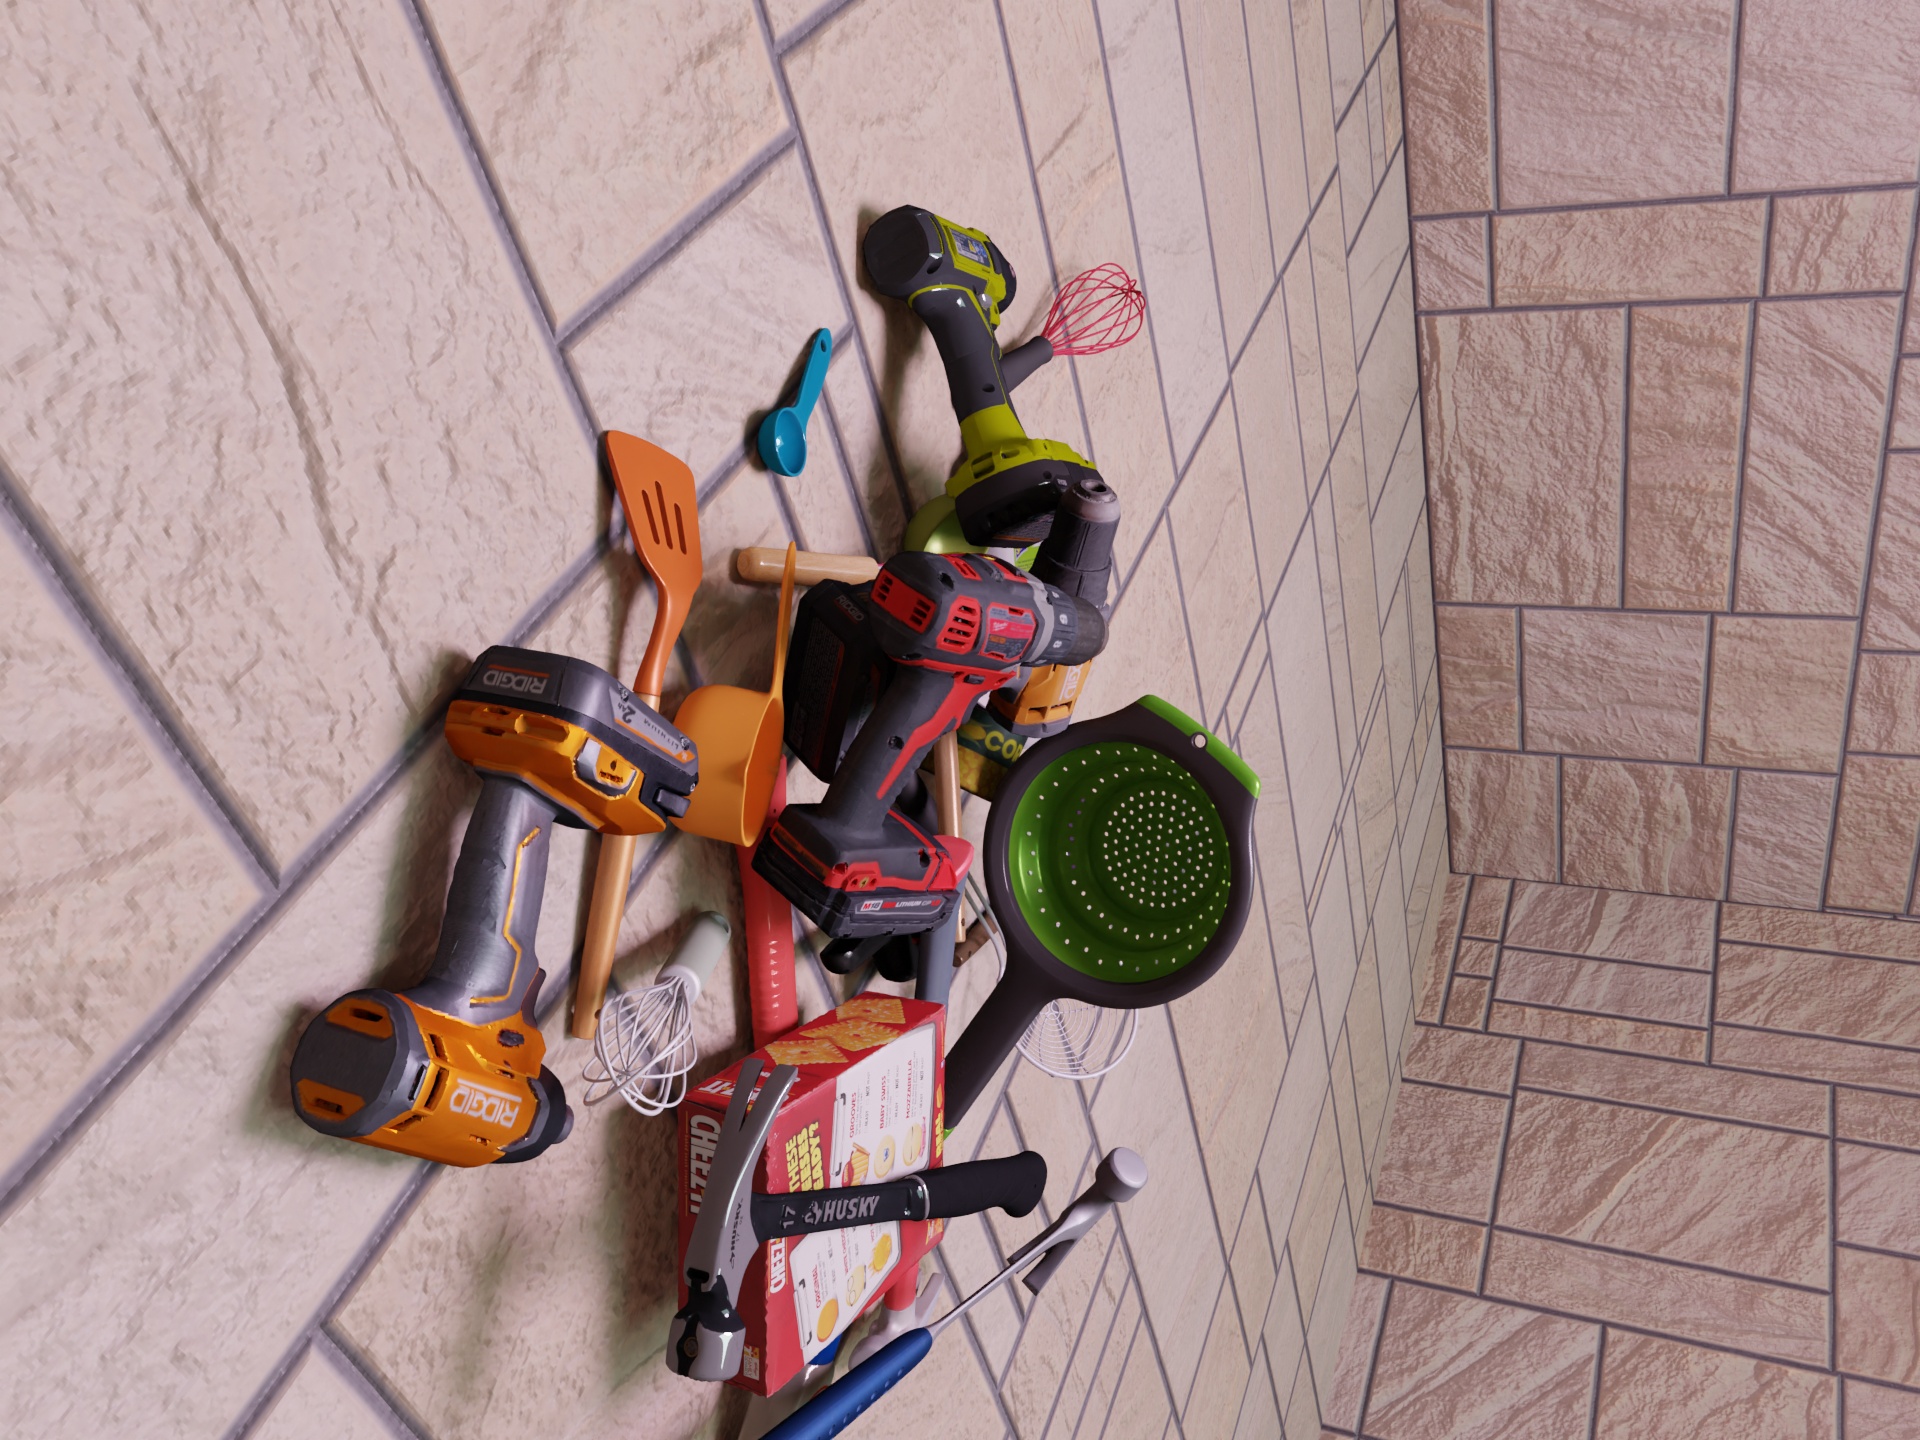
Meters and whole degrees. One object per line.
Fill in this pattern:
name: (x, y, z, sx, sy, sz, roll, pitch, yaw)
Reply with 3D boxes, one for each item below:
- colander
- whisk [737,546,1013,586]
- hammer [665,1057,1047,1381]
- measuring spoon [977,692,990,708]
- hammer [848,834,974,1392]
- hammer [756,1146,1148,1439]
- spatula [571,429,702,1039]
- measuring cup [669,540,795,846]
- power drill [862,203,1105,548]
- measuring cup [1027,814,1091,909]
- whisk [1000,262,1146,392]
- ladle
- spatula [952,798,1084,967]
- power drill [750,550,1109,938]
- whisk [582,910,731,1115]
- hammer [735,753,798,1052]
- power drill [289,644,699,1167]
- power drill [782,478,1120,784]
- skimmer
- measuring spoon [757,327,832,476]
colander: (0.083, 0.162, 1.170, 0.397, 0.205, 0.094, -57, 158, 19)
whisk: (-0.042, -0.091, 1.035, 0.244, 0.051, 0.047, 0, 98, -46)
hammer: (-0.036, 0.277, 0.937, 0.408, 0.036, 0.149, 25, 72, -63)
measuring spoon: (0.018, -0.024, 1.191, 0.124, 0.018, 0.034, 32, 50, -22)
hammer: (-0.024, 0.265, 1.124, 0.143, 0.038, 0.386, -36, 134, -73)
hammer: (-0.022, 0.402, 1.034, 0.405, 0.035, 0.144, -16, 147, -52)
spatula: (-0.181, 0.009, 0.856, 0.081, 0.041, 0.322, 15, 84, -65)
measuring cup: (-0.128, -0.018, 0.895, 0.095, 0.052, 0.173, 2, 96, -86)
power drill: (0.024, -0.239, 1.115, 0.171, 0.080, 0.223, -9, 78, -63)
measuring cup: (0.078, 0.146, 1.355, 0.167, 0.038, 0.083, 57, 34, -32)
whisk: (0.075, -0.311, 1.304, 0.296, 0.073, 0.073, -44, 132, -46)
ladle: (-0.002, -0.004, 1.131, 0.078, 0.062, 0.320, 6, 79, -57)
spatula: (0.063, 0.141, 1.387, 0.316, 0.018, 0.059, -36, 126, -58)
power drill: (-0.008, 0.011, 0.938, 0.187, 0.080, 0.226, 5, 115, -52)
whisk: (-0.149, 0.142, 0.826, 0.058, 0.059, 0.246, 54, 6, -7)
hammer: (-0.112, 0.193, 1.010, 0.149, 0.037, 0.359, -28, 119, -61)
power drill: (-0.205, 0.097, 0.753, 0.164, 0.084, 0.227, 50, 53, -59)
power drill: (0.005, -0.059, 1.018, 0.226, 0.084, 0.185, -14, 134, -37)
skimmer: (0.038, 0.143, 1.219, 0.127, 0.090, 0.362, -59, 138, -31)
measuring spoon: (-0.104, -0.202, 0.995, 0.042, 0.021, 0.129, 64, 30, -45)
